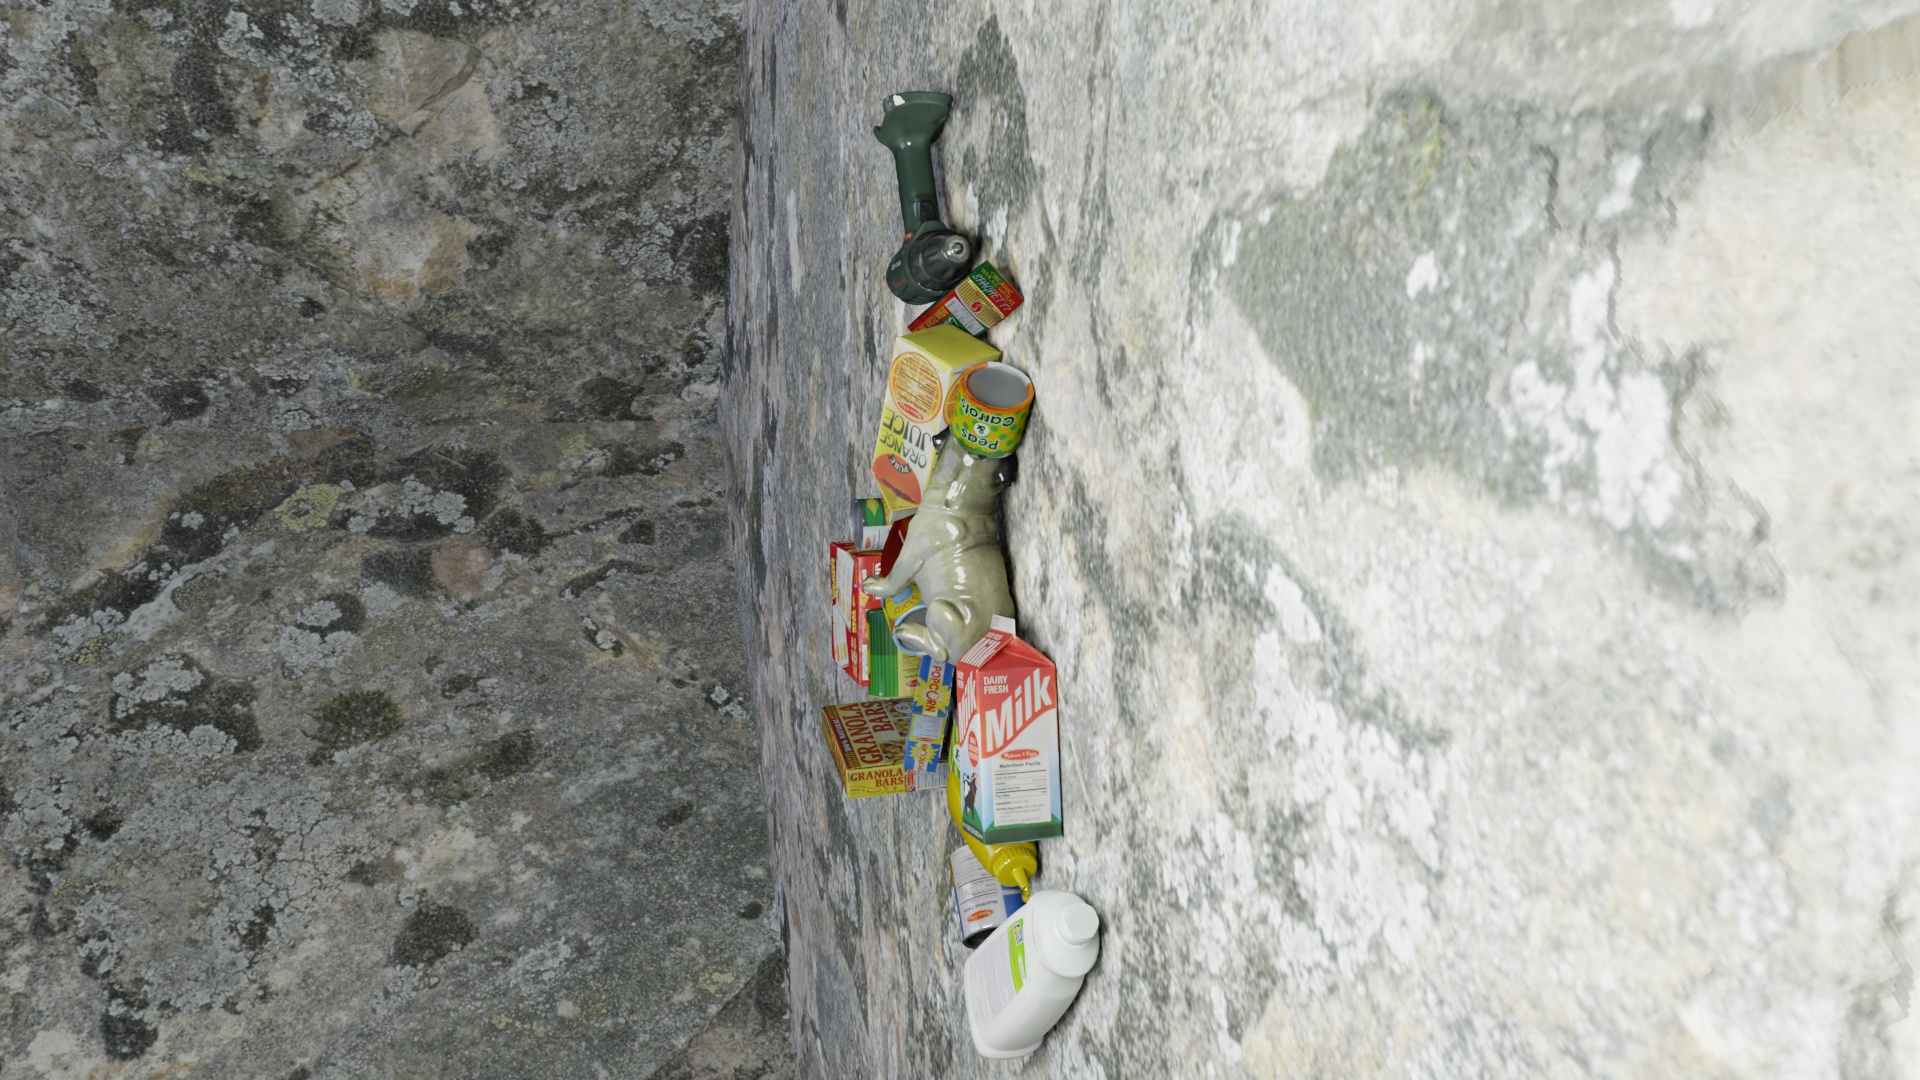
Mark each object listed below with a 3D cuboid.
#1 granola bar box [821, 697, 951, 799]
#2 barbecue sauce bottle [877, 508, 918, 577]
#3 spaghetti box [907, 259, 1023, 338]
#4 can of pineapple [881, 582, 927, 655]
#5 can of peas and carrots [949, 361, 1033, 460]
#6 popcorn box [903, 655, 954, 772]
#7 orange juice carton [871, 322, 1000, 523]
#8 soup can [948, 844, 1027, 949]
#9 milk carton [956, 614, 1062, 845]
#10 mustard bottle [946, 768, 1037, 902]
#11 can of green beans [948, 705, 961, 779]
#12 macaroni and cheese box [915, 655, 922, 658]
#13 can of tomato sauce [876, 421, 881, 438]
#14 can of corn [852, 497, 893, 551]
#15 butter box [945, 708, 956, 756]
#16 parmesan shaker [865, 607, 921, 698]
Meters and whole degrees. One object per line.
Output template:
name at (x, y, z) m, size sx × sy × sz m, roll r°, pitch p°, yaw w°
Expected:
granola bar box at (-0.085, 0.235, 1.598) m, size 0.166 × 0.124 × 0.039 m, roll -131°, pitch 39°, yaw -66°
barbecue sauce bottle at (-0.058, 0.019, 1.456) m, size 0.148 × 0.044 × 0.065 m, roll 121°, pitch 135°, yaw -62°
spaghetti box at (0.000, -0.218, 1.341) m, size 0.050 × 0.029 × 0.250 m, roll 47°, pitch 168°, yaw -9°
can of pineapple at (-0.042, 0.071, 1.385) m, size 0.058 × 0.071 × 0.070 m, roll -114°, pitch 26°, yaw -52°
can of peas and carrots at (0.027, -0.114, 1.226) m, size 0.058 × 0.071 × 0.071 m, roll 104°, pitch 158°, yaw -45°
popcorn box at (-0.031, 0.172, 1.482) m, size 0.127 × 0.038 × 0.084 m, roll -80°, pitch 1°, yaw -52°
orange juice carton at (-0.028, -0.104, 1.336) m, size 0.073 × 0.072 × 0.191 m, roll 34°, pitch 128°, yaw 29°
soup can at (0.029, 0.334, 1.308) m, size 0.071 × 0.071 × 0.084 m, roll 108°, pitch 155°, yaw -53°
milk carton at (0.041, 0.161, 1.213) m, size 0.072 × 0.073 × 0.190 m, roll 179°, pitch 88°, yaw -75°
mustard bottle at (0.036, 0.268, 1.277) m, size 0.161 × 0.065 × 0.048 m, roll -121°, pitch 30°, yaw -50°
can of green beans at (0.024, 0.187, 1.294) m, size 0.071 × 0.071 × 0.057 m, roll -113°, pitch 24°, yaw -52°
macaroni and cheese box at (-0.032, 0.029, 1.526) m, size 0.165 × 0.040 × 0.124 m, roll 103°, pitch 158°, yaw -45°
can of tomato sauce at (-0.054, -0.110, 1.526) m, size 0.083 × 0.071 × 0.071 m, roll -144°, pitch 52°, yaw -72°
can of corn at (-0.102, -0.023, 1.742) m, size 0.071 × 0.058 × 0.071 m, roll 178°, pitch 89°, yaw -75°
butter box at (0.009, 0.224, 1.436) m, size 0.104 × 0.024 × 0.052 m, roll -116°, pitch 28°, yaw -56°
parmesan shaker at (-0.079, 0.134, 1.677) m, size 0.071 × 0.071 × 0.103 m, roll -175°, pitch 83°, yaw -75°
